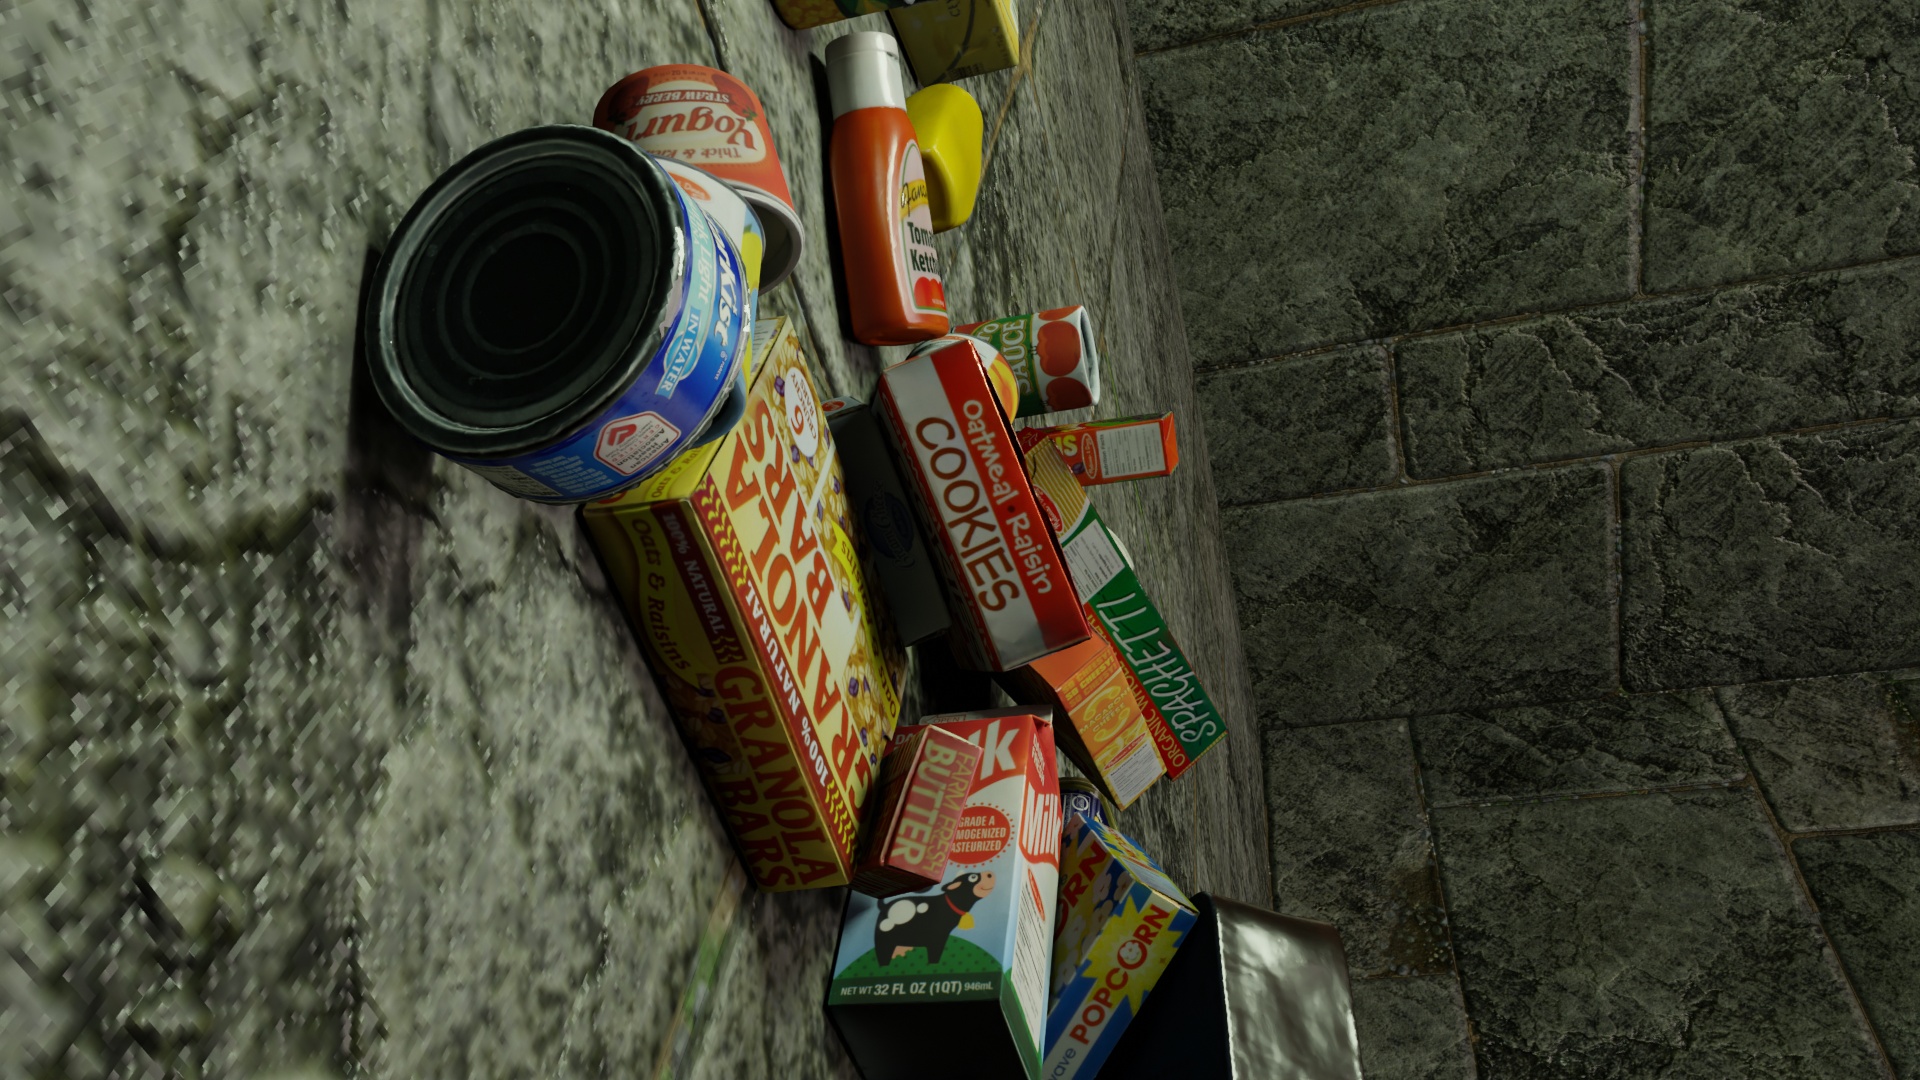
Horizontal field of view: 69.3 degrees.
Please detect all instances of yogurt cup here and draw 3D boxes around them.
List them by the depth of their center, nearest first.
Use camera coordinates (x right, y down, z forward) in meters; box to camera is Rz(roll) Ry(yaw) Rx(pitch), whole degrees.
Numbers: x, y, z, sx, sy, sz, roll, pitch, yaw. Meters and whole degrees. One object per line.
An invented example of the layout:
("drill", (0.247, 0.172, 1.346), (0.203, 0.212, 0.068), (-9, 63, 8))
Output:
("yogurt cup", (-0.086, -0.112, 0.440), (0.072, 0.072, 0.054), (48, 29, -65))

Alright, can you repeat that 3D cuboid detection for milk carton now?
("milk carton", (0.001, 0.143, 0.620), (0.191, 0.072, 0.073), (-78, 157, -51))

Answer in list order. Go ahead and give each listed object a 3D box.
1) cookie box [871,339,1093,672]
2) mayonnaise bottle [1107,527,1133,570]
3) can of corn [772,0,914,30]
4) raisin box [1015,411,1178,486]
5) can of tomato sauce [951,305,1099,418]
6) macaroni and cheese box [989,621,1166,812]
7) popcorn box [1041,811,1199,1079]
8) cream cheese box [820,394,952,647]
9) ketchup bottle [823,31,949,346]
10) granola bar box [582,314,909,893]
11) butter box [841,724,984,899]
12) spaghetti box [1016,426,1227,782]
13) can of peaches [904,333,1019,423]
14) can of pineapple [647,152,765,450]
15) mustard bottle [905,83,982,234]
("cookie box", (0.002, -0.007, 0.595), (0.167, 0.040, 0.123), (141, -73, -82))
("mayonnaise bottle", (0.036, -0.018, 0.800), (0.148, 0.065, 0.041), (49, -8, -23))
("can of corn", (-0.057, -0.276, 0.648), (0.071, 0.058, 0.071), (-10, 91, -76))
("raisin box", (0.079, -0.058, 0.920), (0.086, 0.123, 0.040), (-37, 118, -74))
("can of tomato sauce", (0.042, -0.112, 0.888), (0.071, 0.083, 0.071), (-9, 91, -76))
("macaroni and cheese box", (0.046, 0.067, 0.766), (0.124, 0.040, 0.165), (44, -10, 34))
("popcorn box", (0.047, 0.198, 0.636), (0.126, 0.038, 0.085), (-57, -164, 1))
("cream cheese box", (-0.036, -0.010, 0.593), (0.053, 0.024, 0.103), (-137, -155, -74))
("ketchup bottle", (-0.040, -0.173, 0.689), (0.065, 0.043, 0.148), (-10, 91, -71))
("granola bar box", (-0.065, 0.021, 0.493), (0.125, 0.039, 0.164), (-77, 155, -55))
("butter box", (-0.022, 0.105, 0.526), (0.103, 0.024, 0.053), (131, -19, -68))
("spaghetti box", (0.082, 0.043, 0.792), (0.249, 0.050, 0.029), (55, -11, -32))
("can of peaches", (-0.006, -0.065, 0.714), (0.058, 0.071, 0.071), (-65, 145, -64))
("can of pineapple", (-0.091, -0.064, 0.392), (0.070, 0.071, 0.058), (59, 28, -57))
("mustard bottle", (-0.014, -0.231, 0.808), (0.161, 0.049, 0.065), (-78, 156, -55))
